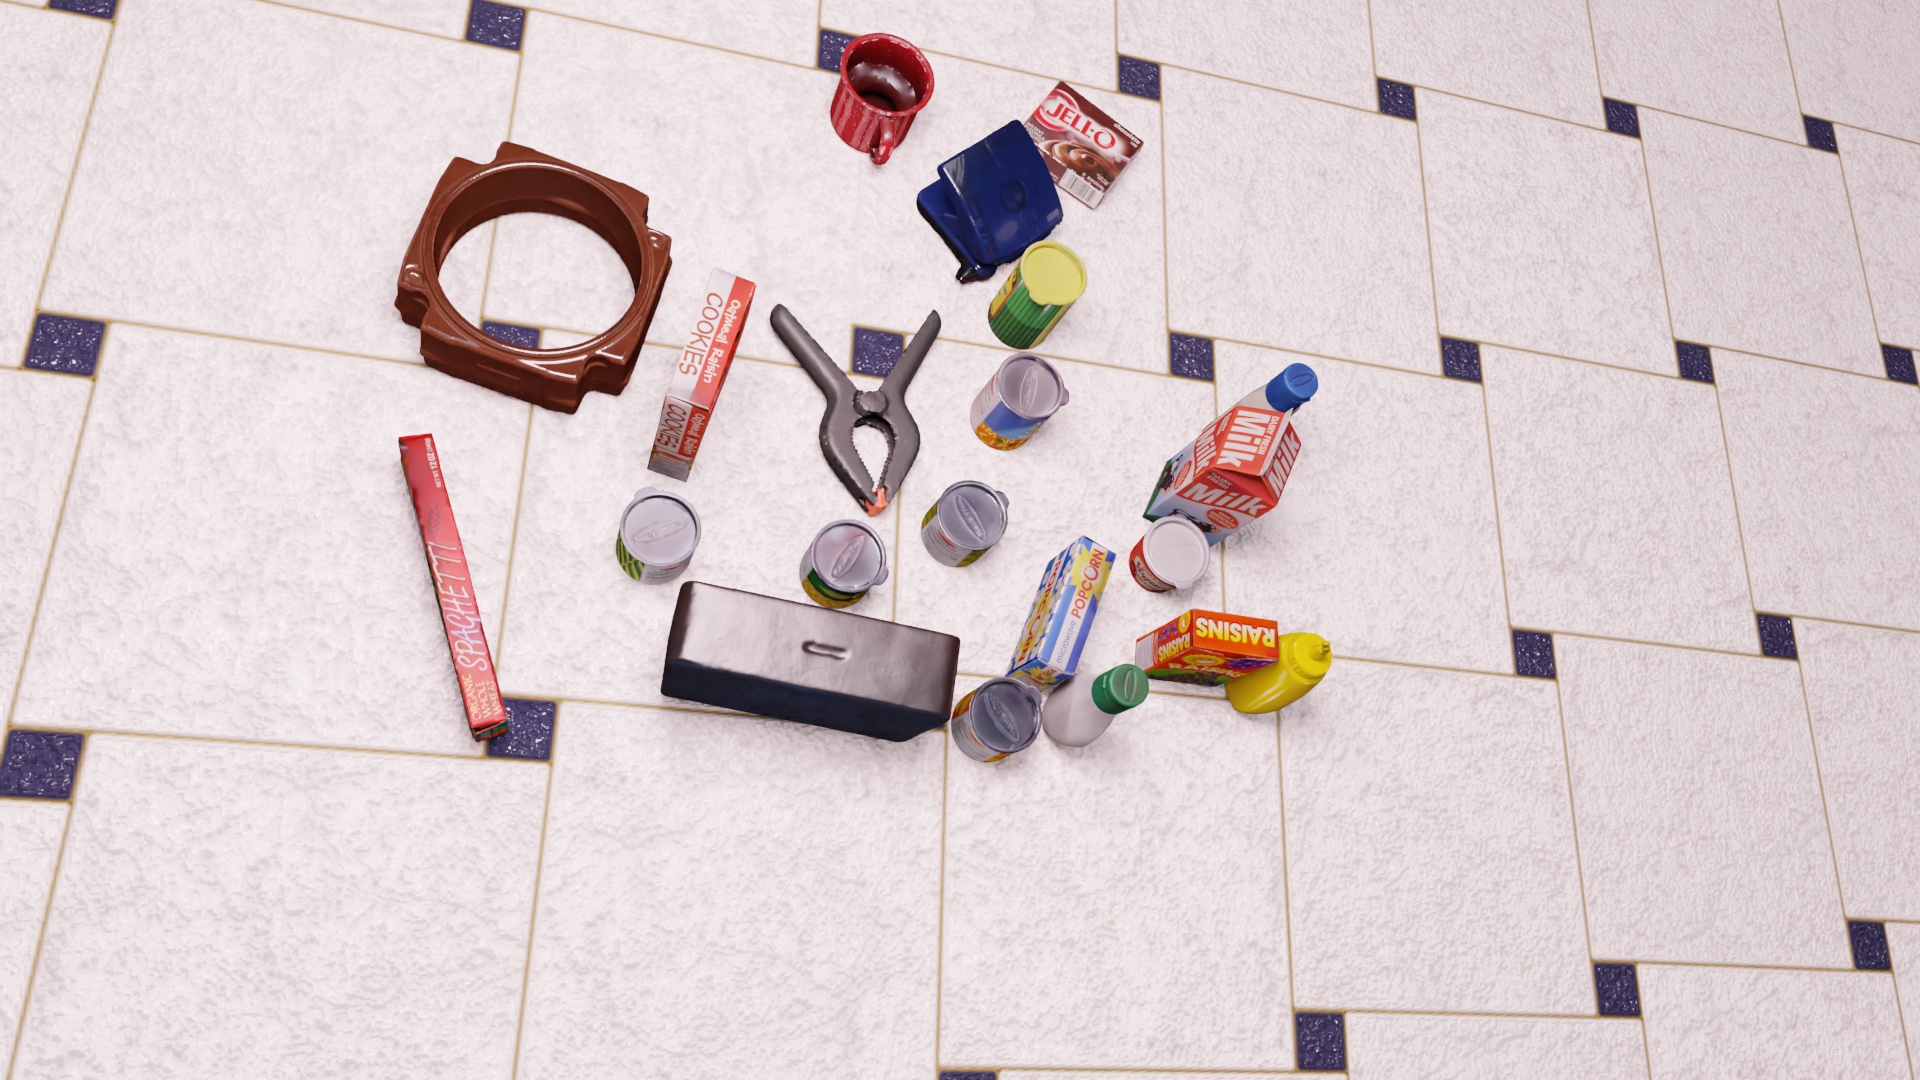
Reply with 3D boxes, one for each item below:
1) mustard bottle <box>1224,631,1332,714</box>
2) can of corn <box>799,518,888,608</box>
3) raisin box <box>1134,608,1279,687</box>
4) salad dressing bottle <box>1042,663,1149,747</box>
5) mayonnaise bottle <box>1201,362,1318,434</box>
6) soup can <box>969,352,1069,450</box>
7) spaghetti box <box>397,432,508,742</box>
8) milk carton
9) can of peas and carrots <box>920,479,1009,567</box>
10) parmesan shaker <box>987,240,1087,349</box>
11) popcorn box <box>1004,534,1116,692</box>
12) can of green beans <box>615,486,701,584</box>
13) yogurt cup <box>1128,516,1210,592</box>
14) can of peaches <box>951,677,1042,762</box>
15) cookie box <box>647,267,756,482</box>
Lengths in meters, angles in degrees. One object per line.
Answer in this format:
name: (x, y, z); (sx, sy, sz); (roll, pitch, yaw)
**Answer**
mustard bottle: (0.294, 0.115, 1.255); (0.049, 0.159, 0.065); (-2, 73, -19)
can of corn: (-0.101, 0.023, 1.211); (0.071, 0.058, 0.071); (6, 71, -16)
raisin box: (0.221, 0.099, 1.256); (0.086, 0.123, 0.040); (10, 70, -15)
salad dressing bottle: (0.115, 0.139, 1.194); (0.044, 0.147, 0.064); (16, 68, -13)
mayonnaise bottle: (0.292, -0.126, 1.343); (0.065, 0.147, 0.041); (-21, 80, -23)
soup can: (0.054, -0.127, 1.300); (0.071, 0.083, 0.071); (6, 71, -17)
spaghetti box: (-0.406, 0.037, 1.110); (0.029, 0.050, 0.250); (-14, 77, -22)
milk carton: (0.248, -0.060, 1.282); (0.073, 0.190, 0.072); (30, 66, -7)
can of peas and carrots: (0.004, -0.016, 1.259); (0.071, 0.058, 0.071); (6, 71, -16)
parmesan shaker: (0.070, -0.231, 1.329); (0.071, 0.102, 0.071); (6, 71, -17)
popcorn box: (0.089, 0.068, 1.244); (0.038, 0.085, 0.127); (26, 66, -9)
can of green beans: (-0.255, -0.002, 1.169); (0.071, 0.057, 0.071); (6, 71, -16)
yogurt cup: (0.194, 0.017, 1.314); (0.072, 0.053, 0.072); (6, 71, -16)
can of peaches: (0.032, 0.156, 1.210); (0.071, 0.058, 0.071); (6, 71, -16)
cookie box: (-0.218, -0.135, 1.166); (0.040, 0.167, 0.123); (19, 68, -12)
